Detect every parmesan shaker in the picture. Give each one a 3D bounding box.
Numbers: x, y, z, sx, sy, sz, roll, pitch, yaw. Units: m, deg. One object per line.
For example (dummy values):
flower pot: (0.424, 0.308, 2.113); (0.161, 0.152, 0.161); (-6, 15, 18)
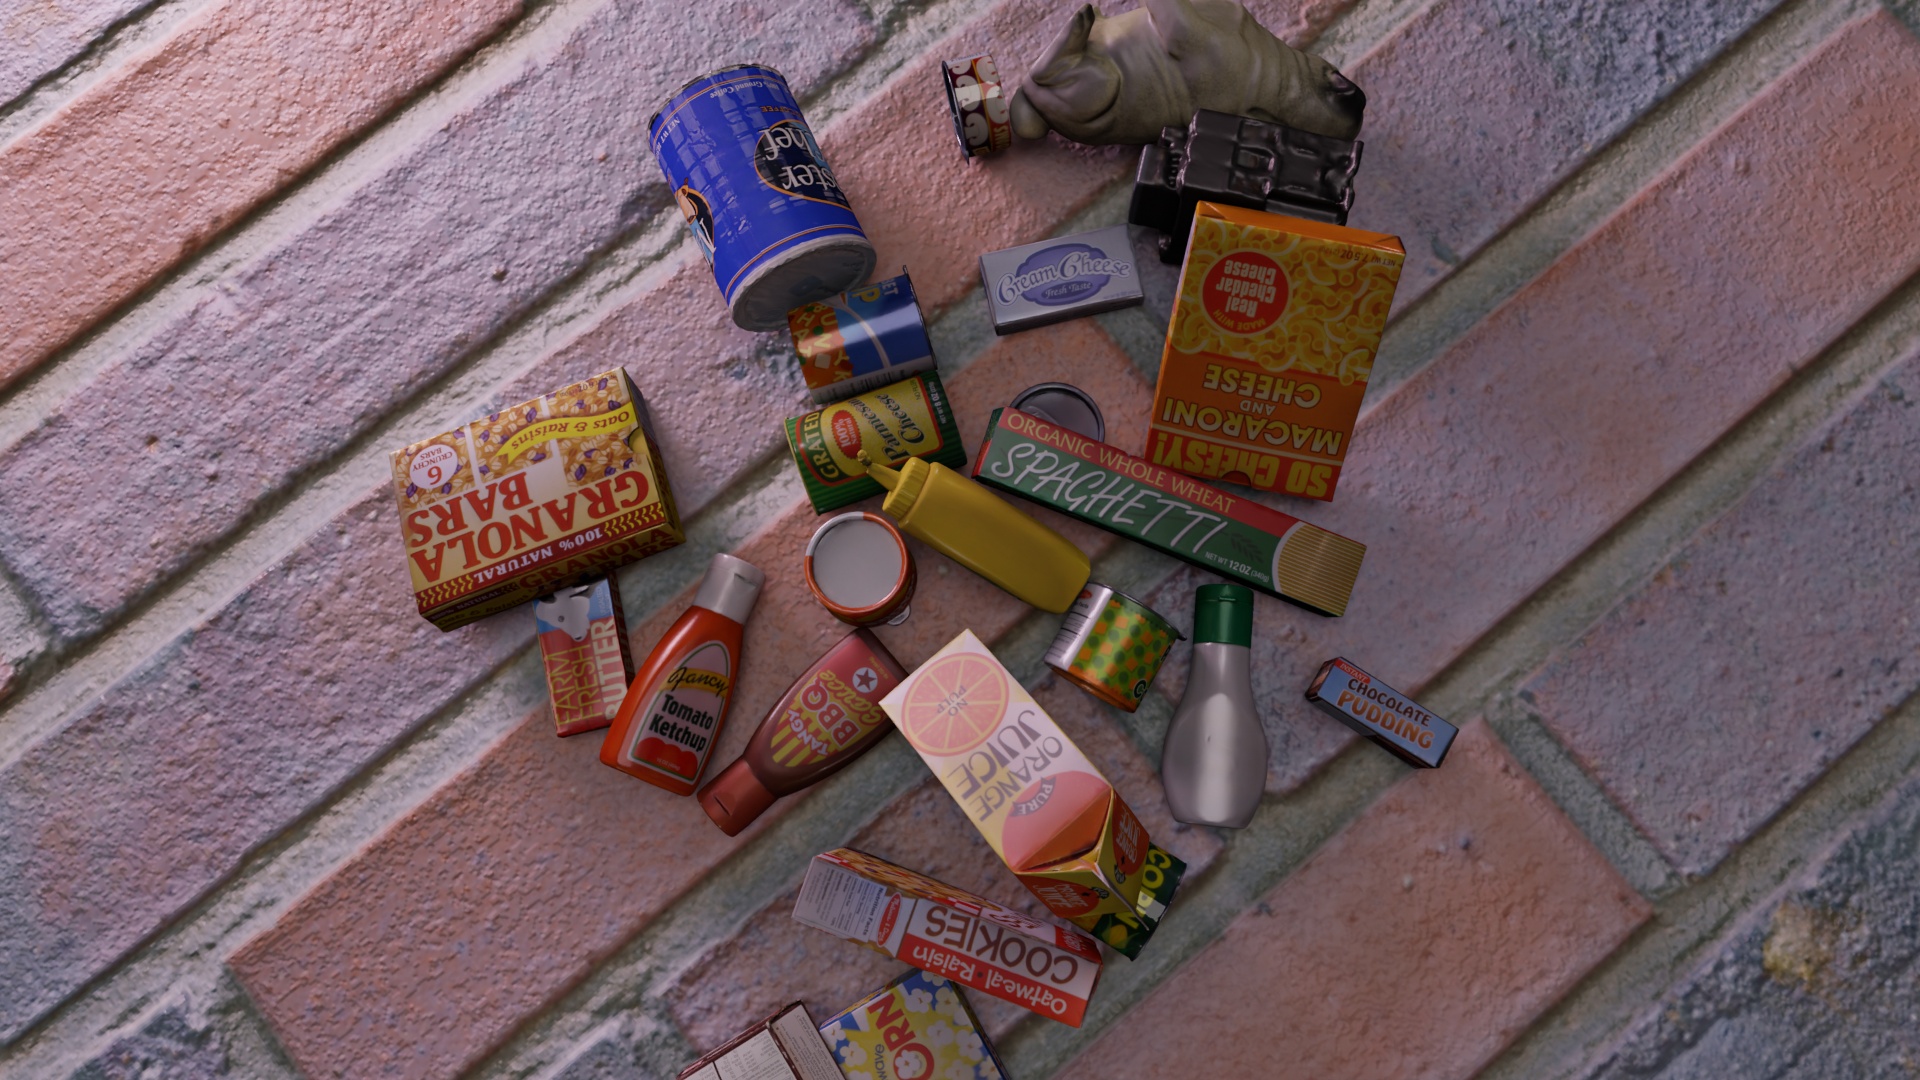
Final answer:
parmesan shaker: (-0.055, -0.066, 0.894); (0.103, 0.071, 0.071); (-20, 78, -1)

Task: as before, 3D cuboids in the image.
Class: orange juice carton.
orange juice carton: (0.040, 0.144, 0.799); (0.073, 0.071, 0.193); (-40, 48, -5)

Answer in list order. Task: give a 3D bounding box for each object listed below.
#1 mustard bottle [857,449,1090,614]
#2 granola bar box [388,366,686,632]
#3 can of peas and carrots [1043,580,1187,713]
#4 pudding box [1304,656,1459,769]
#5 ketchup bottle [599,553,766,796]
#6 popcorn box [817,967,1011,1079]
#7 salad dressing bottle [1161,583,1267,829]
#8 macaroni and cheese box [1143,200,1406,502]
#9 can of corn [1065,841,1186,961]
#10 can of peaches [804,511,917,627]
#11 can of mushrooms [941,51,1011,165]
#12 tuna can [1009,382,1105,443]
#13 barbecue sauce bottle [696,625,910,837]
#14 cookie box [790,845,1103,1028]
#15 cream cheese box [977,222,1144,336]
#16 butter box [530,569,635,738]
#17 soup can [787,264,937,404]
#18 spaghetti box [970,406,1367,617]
mustard bottle: (0.003, -0.011, 0.862); (0.160, 0.065, 0.048); (30, 95, -11)
granola bar box: (-0.275, -0.028, 0.896); (0.166, 0.039, 0.124); (-21, 65, -2)
can of peas and carrots: (0.095, 0.067, 0.859); (0.071, 0.071, 0.059); (30, 82, 8)
pudding box: (0.257, 0.106, 0.851); (0.084, 0.049, 0.030); (32, 84, 9)
ketchup bottle: (-0.169, 0.082, 0.875); (0.064, 0.043, 0.149); (32, 72, -32)
popcorn box: (-0.018, 0.325, 0.825); (0.085, 0.038, 0.127); (-30, 79, -2)
salad dressing bottle: (0.160, 0.102, 0.861); (0.064, 0.044, 0.148); (5, 78, 6)
macaroni and cheese box: (0.188, -0.114, 0.857); (0.124, 0.040, 0.165); (12, 118, 5)
can of corn: (0.094, 0.205, 0.828); (0.058, 0.071, 0.071); (30, 82, 9)
can of peaches: (-0.061, 0.021, 0.880); (0.071, 0.058, 0.071); (-1, 78, 3)
can of mushrooms: (0.011, -0.291, 0.937); (0.033, 0.071, 0.071); (-15, 78, -1)
tuna can: (0.058, -0.065, 0.904); (0.071, 0.032, 0.071); (0, 79, 2)
barbecue sauce bottle: (-0.096, 0.123, 0.868); (0.149, 0.043, 0.065); (-41, 82, -5)
cookie box: (-0.003, 0.224, 0.802); (0.167, 0.122, 0.040); (19, 81, 7)
cream cheese box: (0.068, -0.175, 0.931); (0.104, 0.024, 0.053); (-12, 78, 0)
butter box: (-0.241, 0.072, 0.895); (0.053, 0.024, 0.103); (-14, 78, 0)
soup can: (-0.065, -0.134, 0.907); (0.084, 0.071, 0.071); (-17, 78, 0)
spaghetti box: (0.130, -0.017, 0.870); (0.250, 0.028, 0.050); (21, 84, -4)
